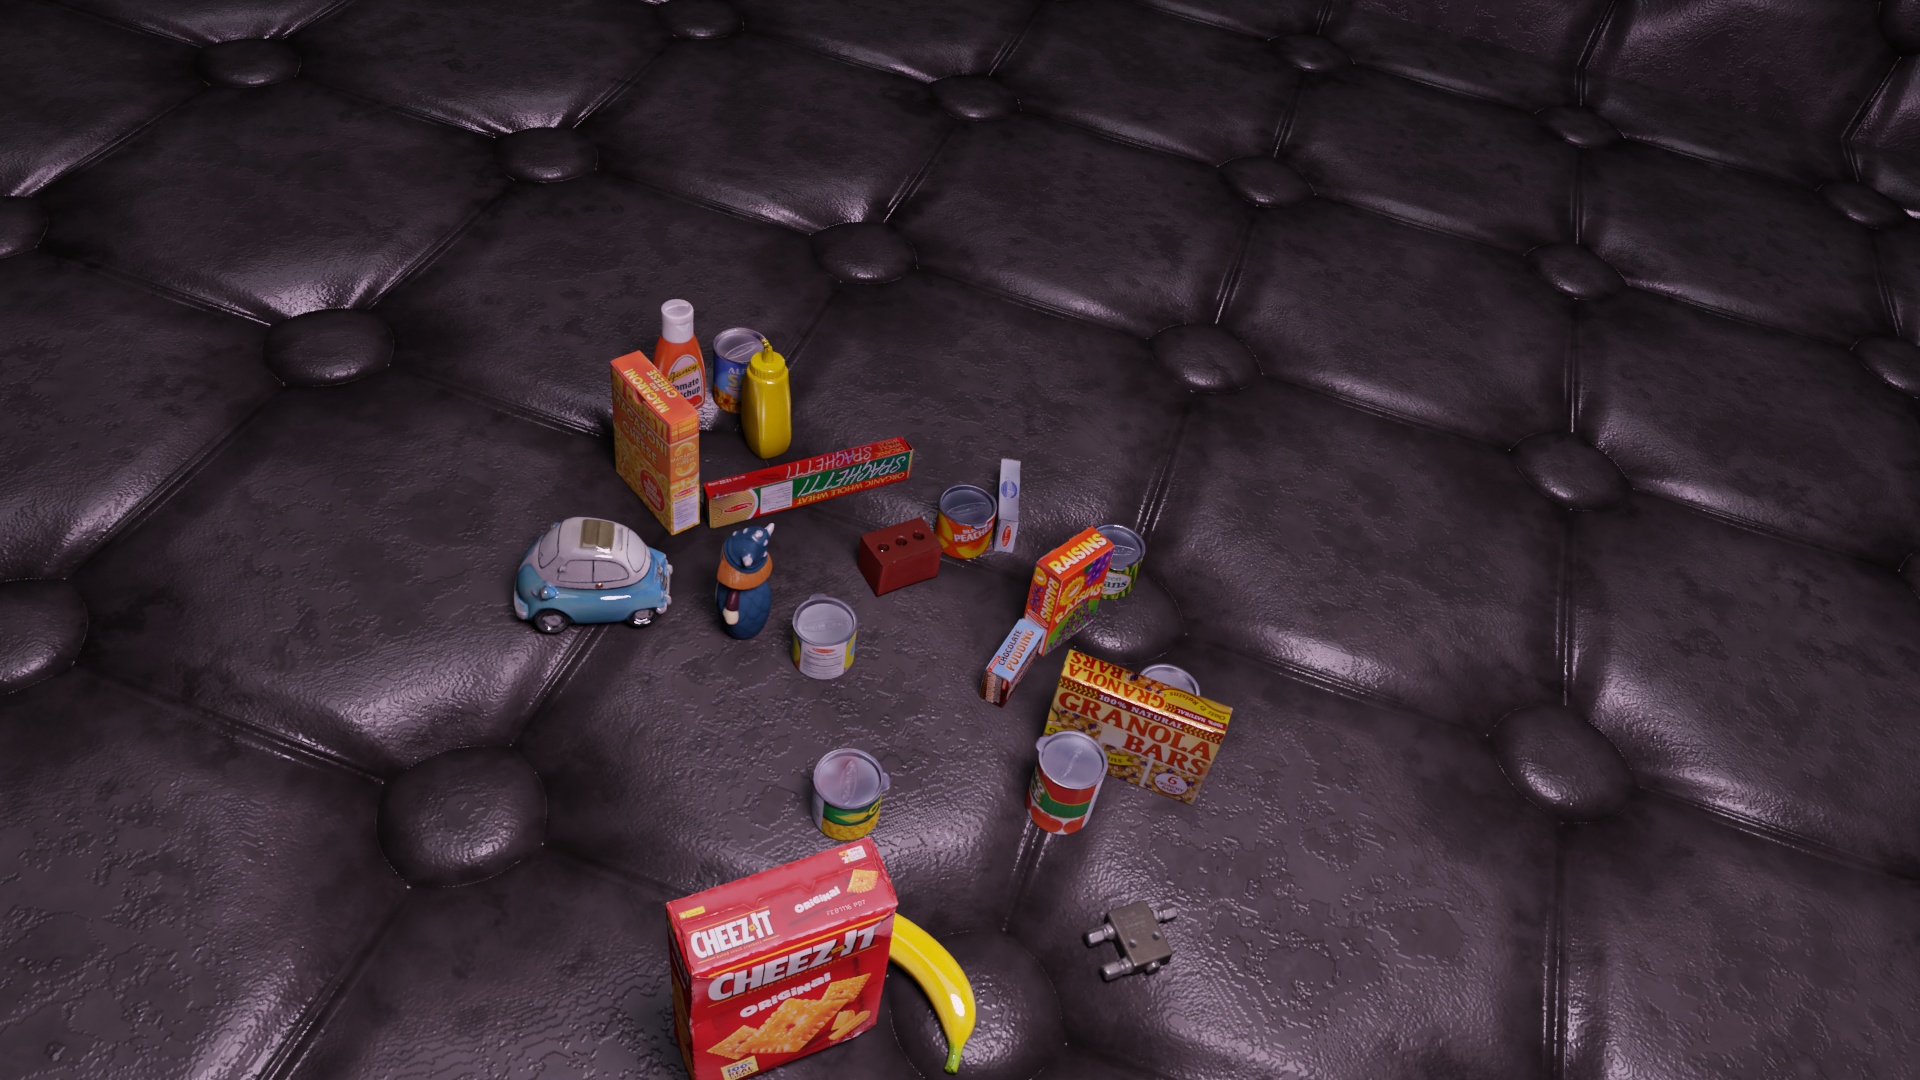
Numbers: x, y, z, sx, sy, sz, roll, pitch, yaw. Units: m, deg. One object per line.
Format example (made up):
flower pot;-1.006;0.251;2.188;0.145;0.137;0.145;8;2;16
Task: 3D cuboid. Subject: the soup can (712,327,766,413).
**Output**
soup can;-0.266;-0.204;1.687;0.071;0.083;0.072;5;46;-5

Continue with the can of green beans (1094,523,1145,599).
can of green beans;0.169;0.024;1.564;0.071;0.057;0.071;5;46;-5

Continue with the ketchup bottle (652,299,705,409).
ketchup bottle;-0.334;-0.216;1.641;0.065;0.148;0.044;-21;54;-27

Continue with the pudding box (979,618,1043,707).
pudding box;0.054;0.127;1.450;0.030;0.049;0.084;26;48;14

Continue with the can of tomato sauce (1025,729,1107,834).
can of tomato sauce;0.099;0.232;1.333;0.071;0.082;0.071;5;46;-5

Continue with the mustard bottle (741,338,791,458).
mustard bottle;-0.223;-0.169;1.608;0.049;0.159;0.065;-20;53;-26

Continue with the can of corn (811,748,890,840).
can of corn;-0.104;0.240;1.307;0.071;0.058;0.071;5;46;-5

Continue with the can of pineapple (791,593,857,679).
can of pineapple;-0.141;0.100;1.436;0.071;0.057;0.071;5;46;-5

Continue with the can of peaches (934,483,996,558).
can of peaches;0.006;-0.020;1.576;0.071;0.057;0.071;5;46;-5

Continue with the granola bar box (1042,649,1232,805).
granola bar box;0.169;0.185;1.363;0.166;0.123;0.039;19;46;9

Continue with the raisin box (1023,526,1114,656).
raisin box;0.113;0.054;1.479;0.086;0.122;0.040;-31;58;-33

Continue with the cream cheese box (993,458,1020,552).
cream cheese box;0.054;-0.041;1.608;0.024;0.053;0.104;7;46;-3

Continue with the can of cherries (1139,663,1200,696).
can of cherries;0.205;0.171;1.429;0.071;0.058;0.072;5;46;-5

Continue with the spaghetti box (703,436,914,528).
spaghetti box;-0.173;-0.068;1.597;0.251;0.049;0.029;-16;51;-23

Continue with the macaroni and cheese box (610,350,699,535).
macaroni and cheese box;-0.335;-0.105;1.523;0.040;0.165;0.124;-27;56;-31
